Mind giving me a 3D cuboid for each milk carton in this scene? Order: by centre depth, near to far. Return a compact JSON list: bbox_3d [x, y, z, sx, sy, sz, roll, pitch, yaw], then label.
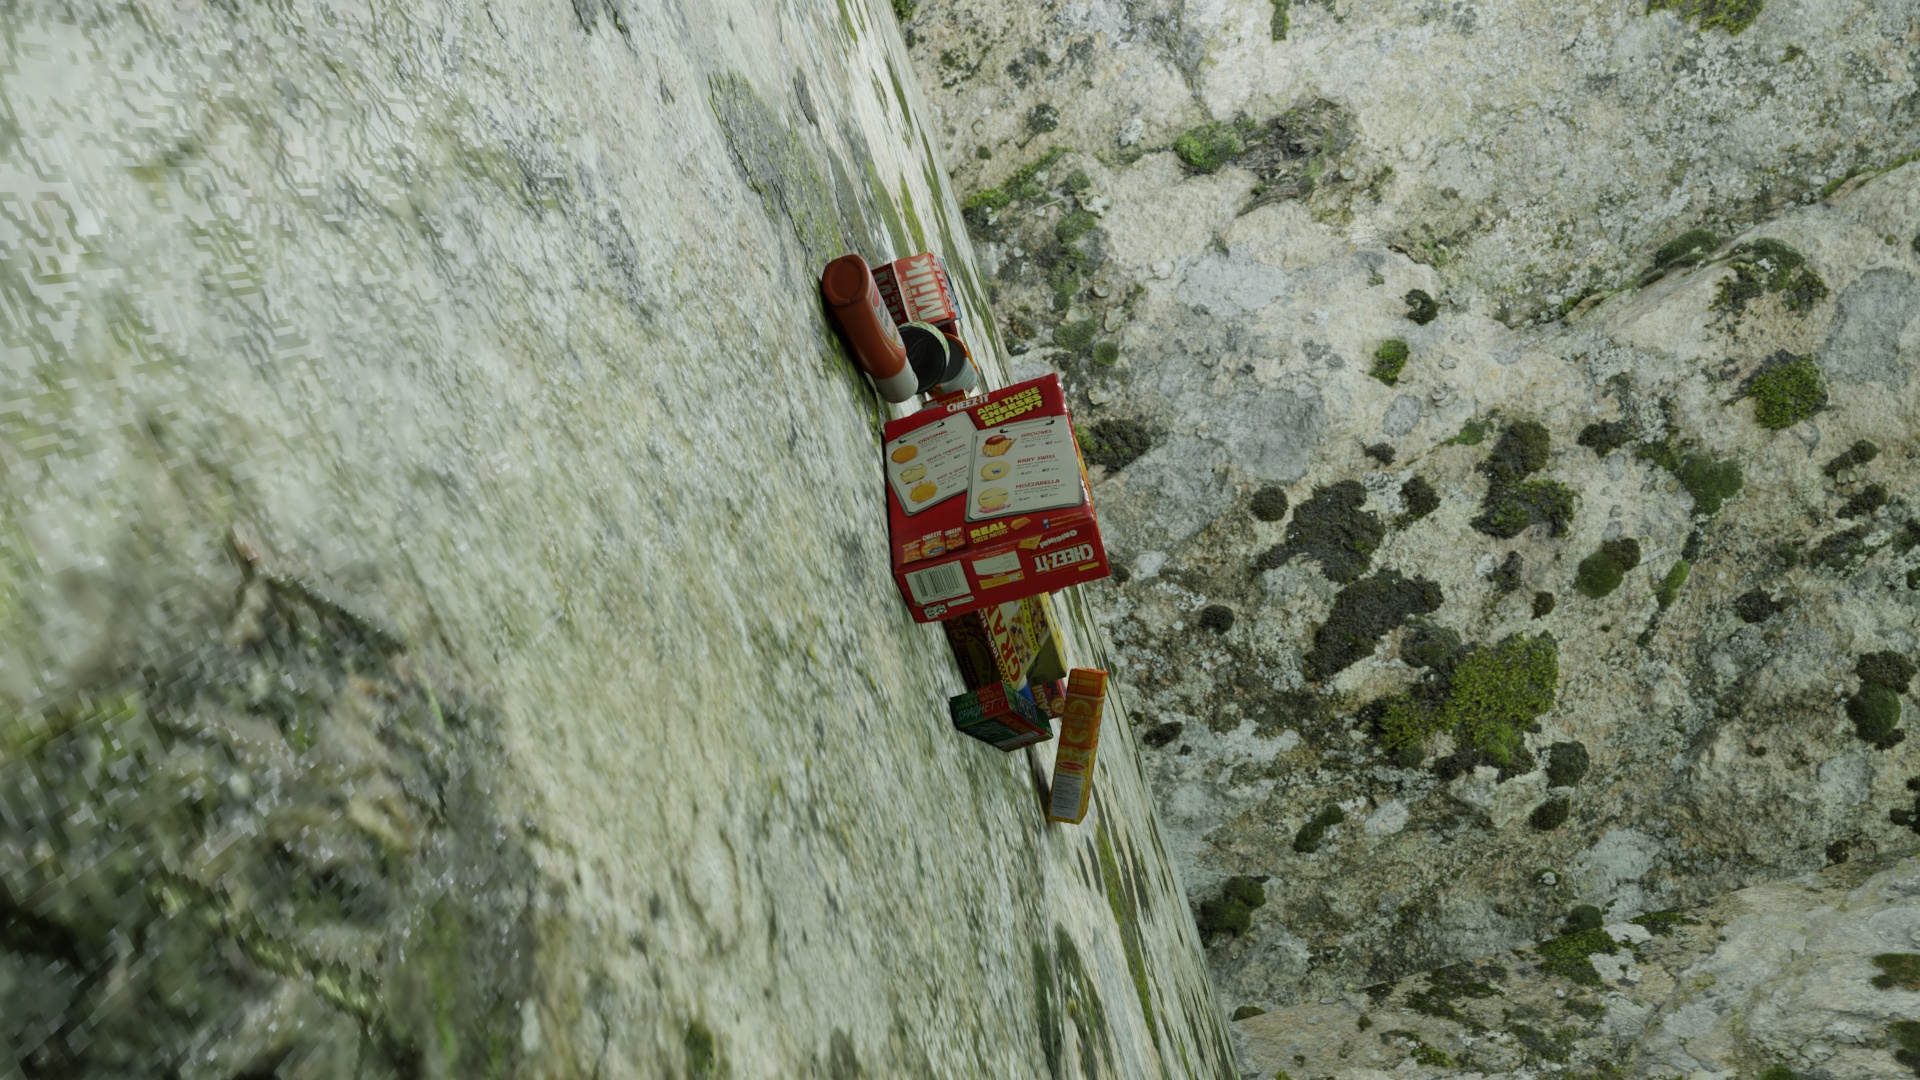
[{"bbox_3d":[-0.050,-0.257,1.463,0.191,0.073,0.072,-61,133,-79],"label":"milk carton"}]

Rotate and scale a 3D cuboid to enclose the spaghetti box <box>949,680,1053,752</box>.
[{"bbox_3d":[0.041,0.162,1.255,0.249,0.050,0.029,48,24,-72],"label":"spaghetti box"}]

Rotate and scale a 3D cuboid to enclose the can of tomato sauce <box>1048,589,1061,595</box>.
[{"bbox_3d":[0.085,0.019,1.633,0.071,0.071,0.083,-78,161,-75],"label":"can of tomato sauce"}]

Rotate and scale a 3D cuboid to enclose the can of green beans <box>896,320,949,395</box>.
[{"bbox_3d":[-0.045,-0.178,1.349,0.058,0.071,0.071,-80,152,-76],"label":"can of green beans"}]

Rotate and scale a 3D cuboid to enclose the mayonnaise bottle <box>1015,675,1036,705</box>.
[{"bbox_3d":[0.038,0.114,1.379,0.065,0.041,0.147,-67,141,-68],"label":"mayonnaise bottle"}]

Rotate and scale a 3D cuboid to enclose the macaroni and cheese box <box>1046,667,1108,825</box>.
[{"bbox_3d":[0.132,0.227,1.560,0.123,0.040,0.166,30,68,-80],"label":"macaroni and cheese box"}]

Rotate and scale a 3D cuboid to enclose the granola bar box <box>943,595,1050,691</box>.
[{"bbox_3d":[0.023,0.047,1.284,0.125,0.039,0.165,-51,126,-55],"label":"granola bar box"}]

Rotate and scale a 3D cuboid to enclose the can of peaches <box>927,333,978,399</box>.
[{"bbox_3d":[-0.019,-0.198,1.589,0.058,0.071,0.071,48,25,-72],"label":"can of peaches"}]

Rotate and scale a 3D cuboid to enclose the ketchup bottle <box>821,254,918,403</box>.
[{"bbox_3d":[-0.076,-0.177,1.208,0.148,0.043,0.065,63,12,-54],"label":"ketchup bottle"}]

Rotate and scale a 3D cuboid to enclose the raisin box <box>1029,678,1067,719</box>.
[{"bbox_3d":[0.100,0.153,1.746,0.086,0.040,0.123,-87,159,-72],"label":"raisin box"}]

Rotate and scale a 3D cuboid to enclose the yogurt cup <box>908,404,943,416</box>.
[{"bbox_3d":[-0.026,-0.091,1.303,0.053,0.072,0.073,60,12,-26],"label":"yogurt cup"}]

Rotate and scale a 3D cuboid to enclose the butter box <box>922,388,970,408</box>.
[{"bbox_3d":[-0.003,-0.113,1.554,0.024,0.053,0.103,27,46,-76],"label":"butter box"}]
